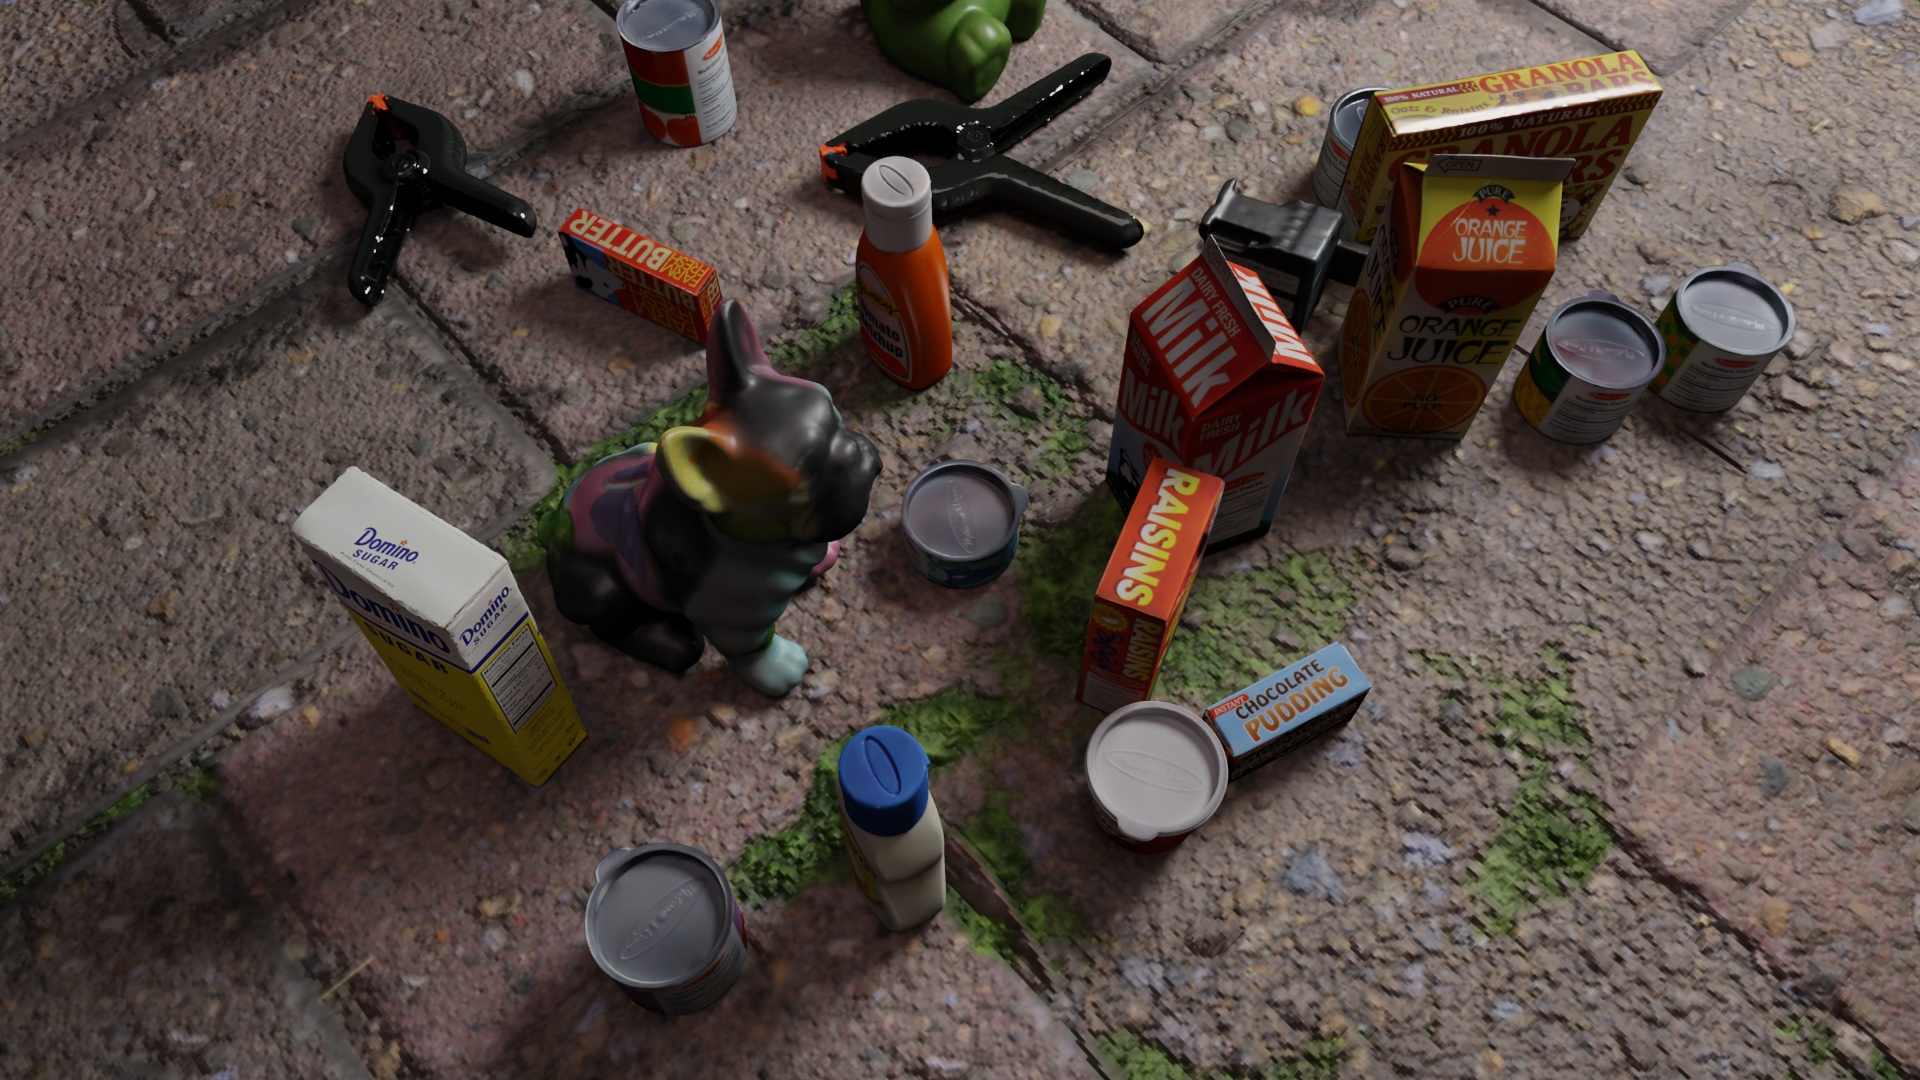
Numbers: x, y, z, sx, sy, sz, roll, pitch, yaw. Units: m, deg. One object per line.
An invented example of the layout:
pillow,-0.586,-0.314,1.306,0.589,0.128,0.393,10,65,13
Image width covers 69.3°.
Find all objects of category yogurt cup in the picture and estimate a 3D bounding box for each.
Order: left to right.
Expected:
yogurt cup,0.093,0.120,0.682,0.072,0.053,0.073,0,60,0

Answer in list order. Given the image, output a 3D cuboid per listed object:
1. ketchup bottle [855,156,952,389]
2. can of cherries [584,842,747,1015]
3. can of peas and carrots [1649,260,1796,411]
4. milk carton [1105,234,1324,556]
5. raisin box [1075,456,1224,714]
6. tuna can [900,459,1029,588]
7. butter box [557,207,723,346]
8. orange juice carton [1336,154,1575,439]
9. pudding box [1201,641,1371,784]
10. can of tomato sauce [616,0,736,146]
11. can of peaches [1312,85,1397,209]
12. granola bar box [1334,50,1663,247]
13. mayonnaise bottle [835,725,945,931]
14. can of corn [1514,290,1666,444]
ketchup bottle,-0.033,-0.152,0.787,0.044,0.148,0.065,-36,66,-19
can of cherries,-0.136,0.179,0.645,0.071,0.058,0.072,0,60,0
can of peas and carrots,0.445,-0.120,0.821,0.071,0.058,0.071,0,60,0
milk carton,0.128,-0.068,0.714,0.073,0.189,0.072,-19,62,-10
raisin box,0.093,0.028,0.696,0.040,0.122,0.086,21,62,12
tuna can,0.003,-0.010,0.771,0.071,0.032,0.071,0,60,0
butter box,-0.193,-0.160,0.848,0.103,0.053,0.024,26,63,14
orange juice carton,0.264,-0.138,0.755,0.072,0.191,0.073,3,60,2
pudding box,0.162,0.088,0.704,0.084,0.049,0.030,-24,63,-13
can of tomato sauce,-0.188,-0.315,0.922,0.071,0.082,0.071,0,60,0
can of peaches,0.268,-0.249,0.898,0.071,0.057,0.071,0,60,0
granola bar box,0.318,-0.227,0.846,0.166,0.123,0.039,-11,60,-6
mayonnaise bottle,-0.032,0.127,0.624,0.041,0.147,0.065,-24,63,-13
can of corn,0.365,-0.100,0.810,0.071,0.058,0.071,0,60,0
